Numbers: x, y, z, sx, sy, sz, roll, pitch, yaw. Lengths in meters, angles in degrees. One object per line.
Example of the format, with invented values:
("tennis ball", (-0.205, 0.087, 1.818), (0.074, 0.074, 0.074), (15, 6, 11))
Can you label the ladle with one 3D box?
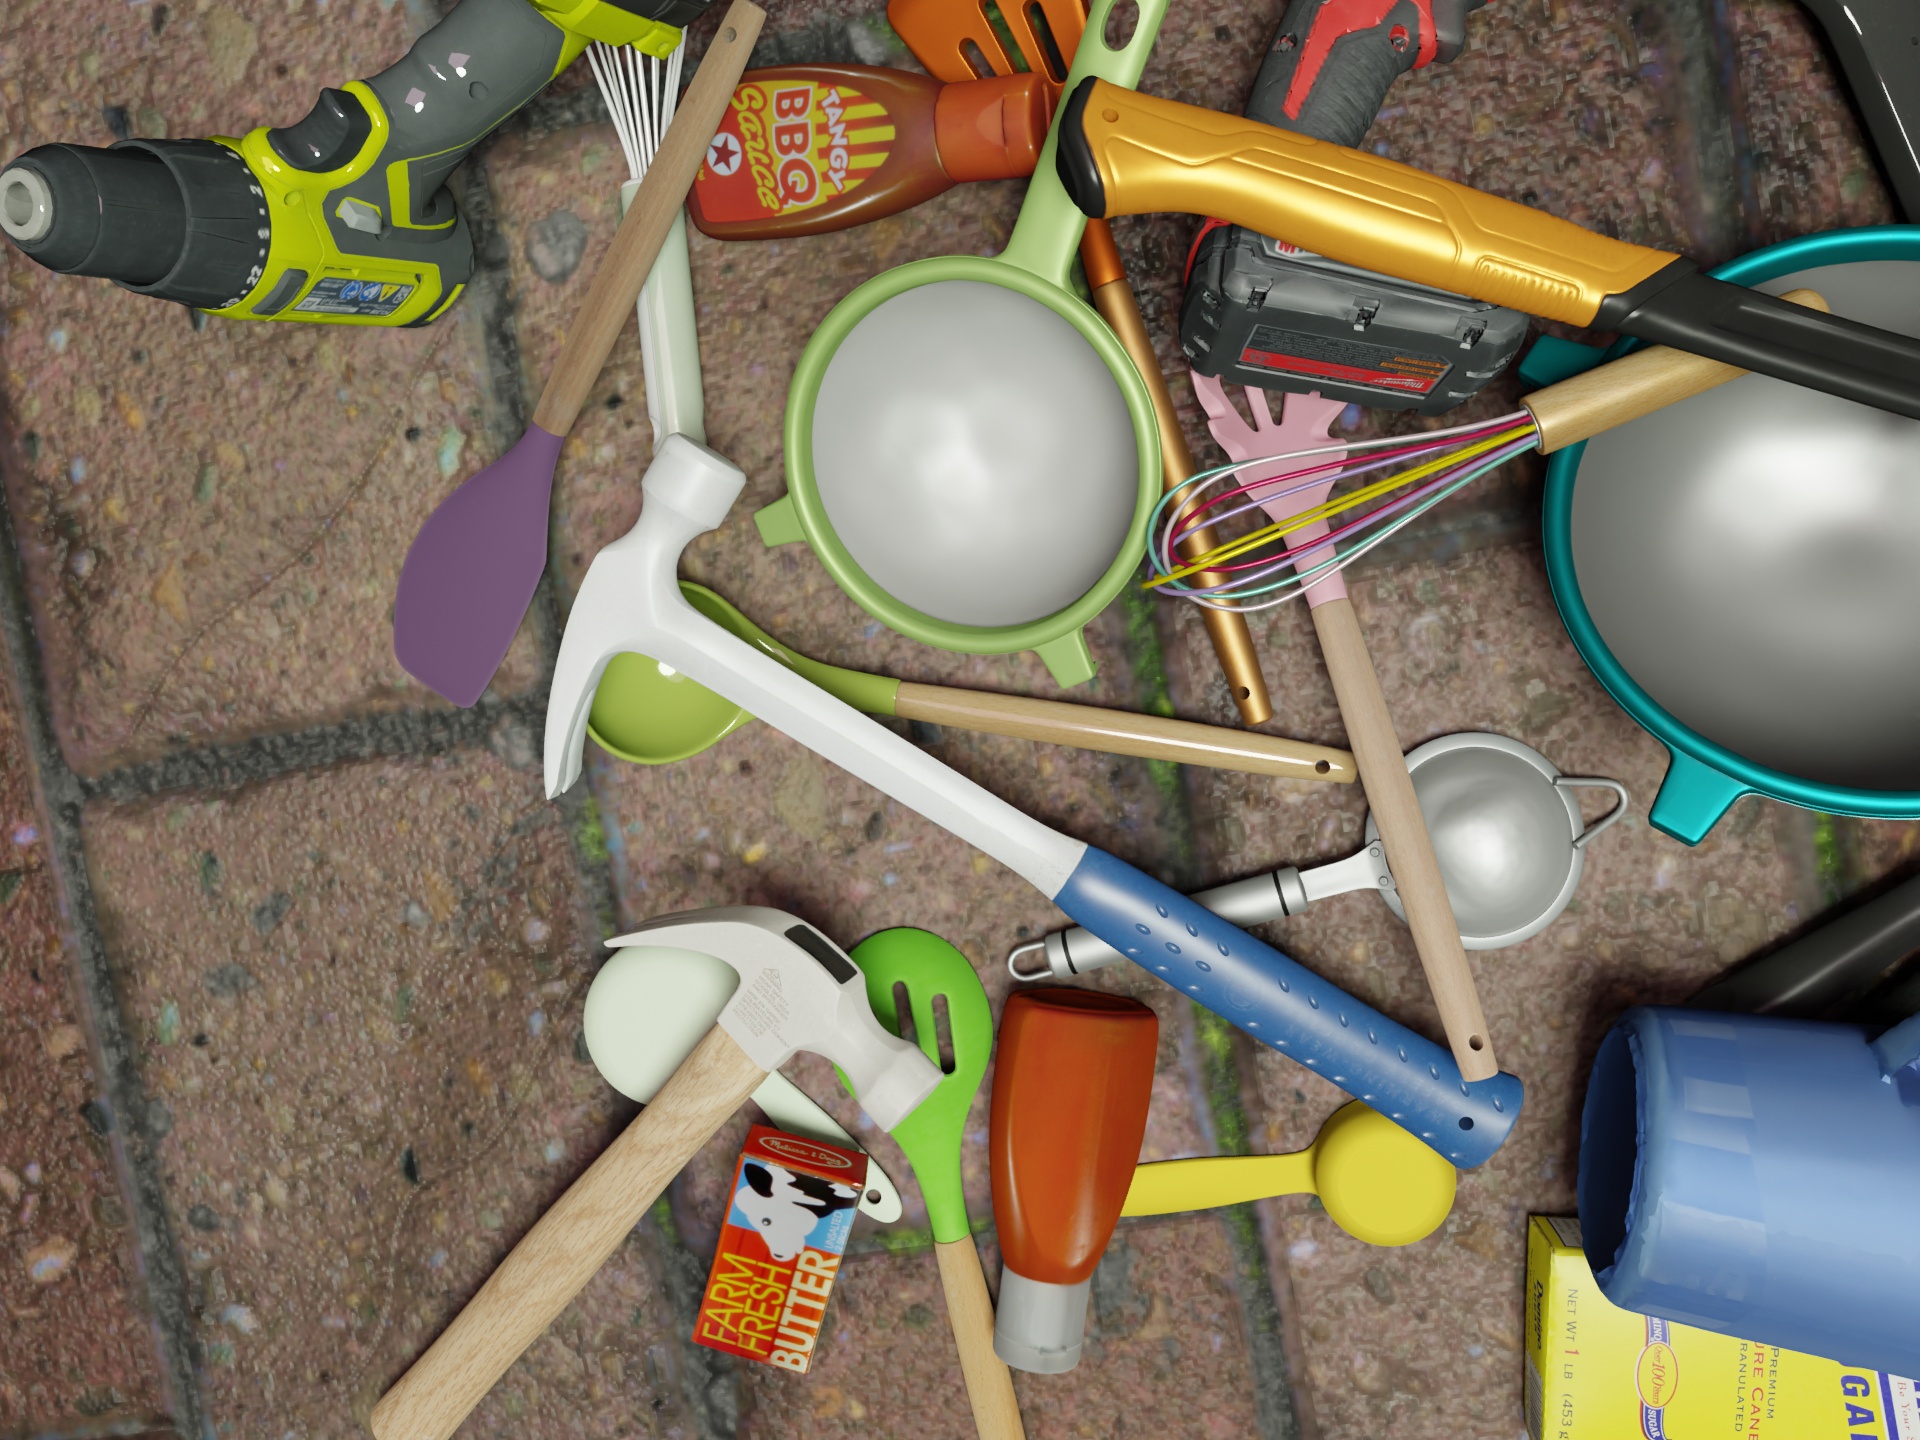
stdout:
("ladle", (-0.001, -0.002, 0.639), (0.320, 0.062, 0.078), (9, 105, 6))

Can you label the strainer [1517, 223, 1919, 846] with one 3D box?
("strainer", (0.378, -0.074, 0.549), (0.340, 0.095, 0.211), (-13, 70, 14))

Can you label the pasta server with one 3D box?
("pasta server", (0.149, -0.020, 0.603), (0.060, 0.040, 0.316), (-15, 80, -1))

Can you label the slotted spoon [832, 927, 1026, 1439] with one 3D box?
("slotted spoon", (0.005, 0.242, 0.674), (0.070, 0.031, 0.314), (-13, 94, -2))

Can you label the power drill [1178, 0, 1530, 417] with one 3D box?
("power drill", (0.159, -0.232, 0.578), (0.143, 0.078, 0.220), (10, 81, 1))

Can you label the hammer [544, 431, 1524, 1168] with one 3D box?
("hammer", (0.029, 0.057, 0.608), (0.405, 0.035, 0.144), (31, 99, -2))

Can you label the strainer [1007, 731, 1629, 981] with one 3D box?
("strainer", (0.141, 0.068, 0.637), (0.258, 0.050, 0.087), (-17, 86, 12))

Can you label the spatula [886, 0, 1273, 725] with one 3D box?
("spatula", (0.063, -0.149, 0.630), (0.081, 0.041, 0.322), (-18, 94, 31))

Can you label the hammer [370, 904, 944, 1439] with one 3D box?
("hammer", (-0.152, 0.202, 0.654), (0.130, 0.031, 0.331), (45, 112, 11))

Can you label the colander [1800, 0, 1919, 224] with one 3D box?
("colander", (0.320, -0.295, 0.537), (0.204, 0.094, 0.397), (-30, 97, -10))

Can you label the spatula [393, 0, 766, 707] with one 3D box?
("spatula", (-0.158, -0.142, 0.645), (0.060, 0.018, 0.316), (35, 110, 5))

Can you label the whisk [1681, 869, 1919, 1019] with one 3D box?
("whisk", (0.388, 0.052, 0.594), (0.296, 0.073, 0.073), (-37, 89, 14))

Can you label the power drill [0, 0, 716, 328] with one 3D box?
("power drill", (-0.205, -0.225, 0.559), (0.228, 0.190, 0.080), (-36, 86, 24))

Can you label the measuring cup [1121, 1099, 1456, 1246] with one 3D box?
("measuring cup", (0.124, 0.192, 0.652), (0.156, 0.029, 0.062), (-9, 93, 9))

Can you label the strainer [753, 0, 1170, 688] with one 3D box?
("strainer", (0.028, -0.150, 0.598), (0.151, 0.069, 0.256), (26, 116, 10))

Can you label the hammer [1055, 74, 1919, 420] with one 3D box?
("hammer", (0.196, -0.150, 0.507), (0.337, 0.034, 0.127), (17, 80, 3))

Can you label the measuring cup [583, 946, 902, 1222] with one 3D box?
("measuring cup", (-0.090, 0.158, 0.673), (0.167, 0.038, 0.083), (43, 98, 4))

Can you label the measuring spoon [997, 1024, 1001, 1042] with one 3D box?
("measuring spoon", (0.030, 0.180, 0.675), (0.021, 0.011, 0.117), (-9, 96, -16))

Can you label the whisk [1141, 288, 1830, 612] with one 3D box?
("whisk", (0.177, -0.095, 0.556), (0.245, 0.047, 0.051), (-21, 67, 8))

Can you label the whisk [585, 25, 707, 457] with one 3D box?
("whisk", (-0.128, -0.226, 0.648), (0.059, 0.058, 0.246), (-8, 98, -22))
